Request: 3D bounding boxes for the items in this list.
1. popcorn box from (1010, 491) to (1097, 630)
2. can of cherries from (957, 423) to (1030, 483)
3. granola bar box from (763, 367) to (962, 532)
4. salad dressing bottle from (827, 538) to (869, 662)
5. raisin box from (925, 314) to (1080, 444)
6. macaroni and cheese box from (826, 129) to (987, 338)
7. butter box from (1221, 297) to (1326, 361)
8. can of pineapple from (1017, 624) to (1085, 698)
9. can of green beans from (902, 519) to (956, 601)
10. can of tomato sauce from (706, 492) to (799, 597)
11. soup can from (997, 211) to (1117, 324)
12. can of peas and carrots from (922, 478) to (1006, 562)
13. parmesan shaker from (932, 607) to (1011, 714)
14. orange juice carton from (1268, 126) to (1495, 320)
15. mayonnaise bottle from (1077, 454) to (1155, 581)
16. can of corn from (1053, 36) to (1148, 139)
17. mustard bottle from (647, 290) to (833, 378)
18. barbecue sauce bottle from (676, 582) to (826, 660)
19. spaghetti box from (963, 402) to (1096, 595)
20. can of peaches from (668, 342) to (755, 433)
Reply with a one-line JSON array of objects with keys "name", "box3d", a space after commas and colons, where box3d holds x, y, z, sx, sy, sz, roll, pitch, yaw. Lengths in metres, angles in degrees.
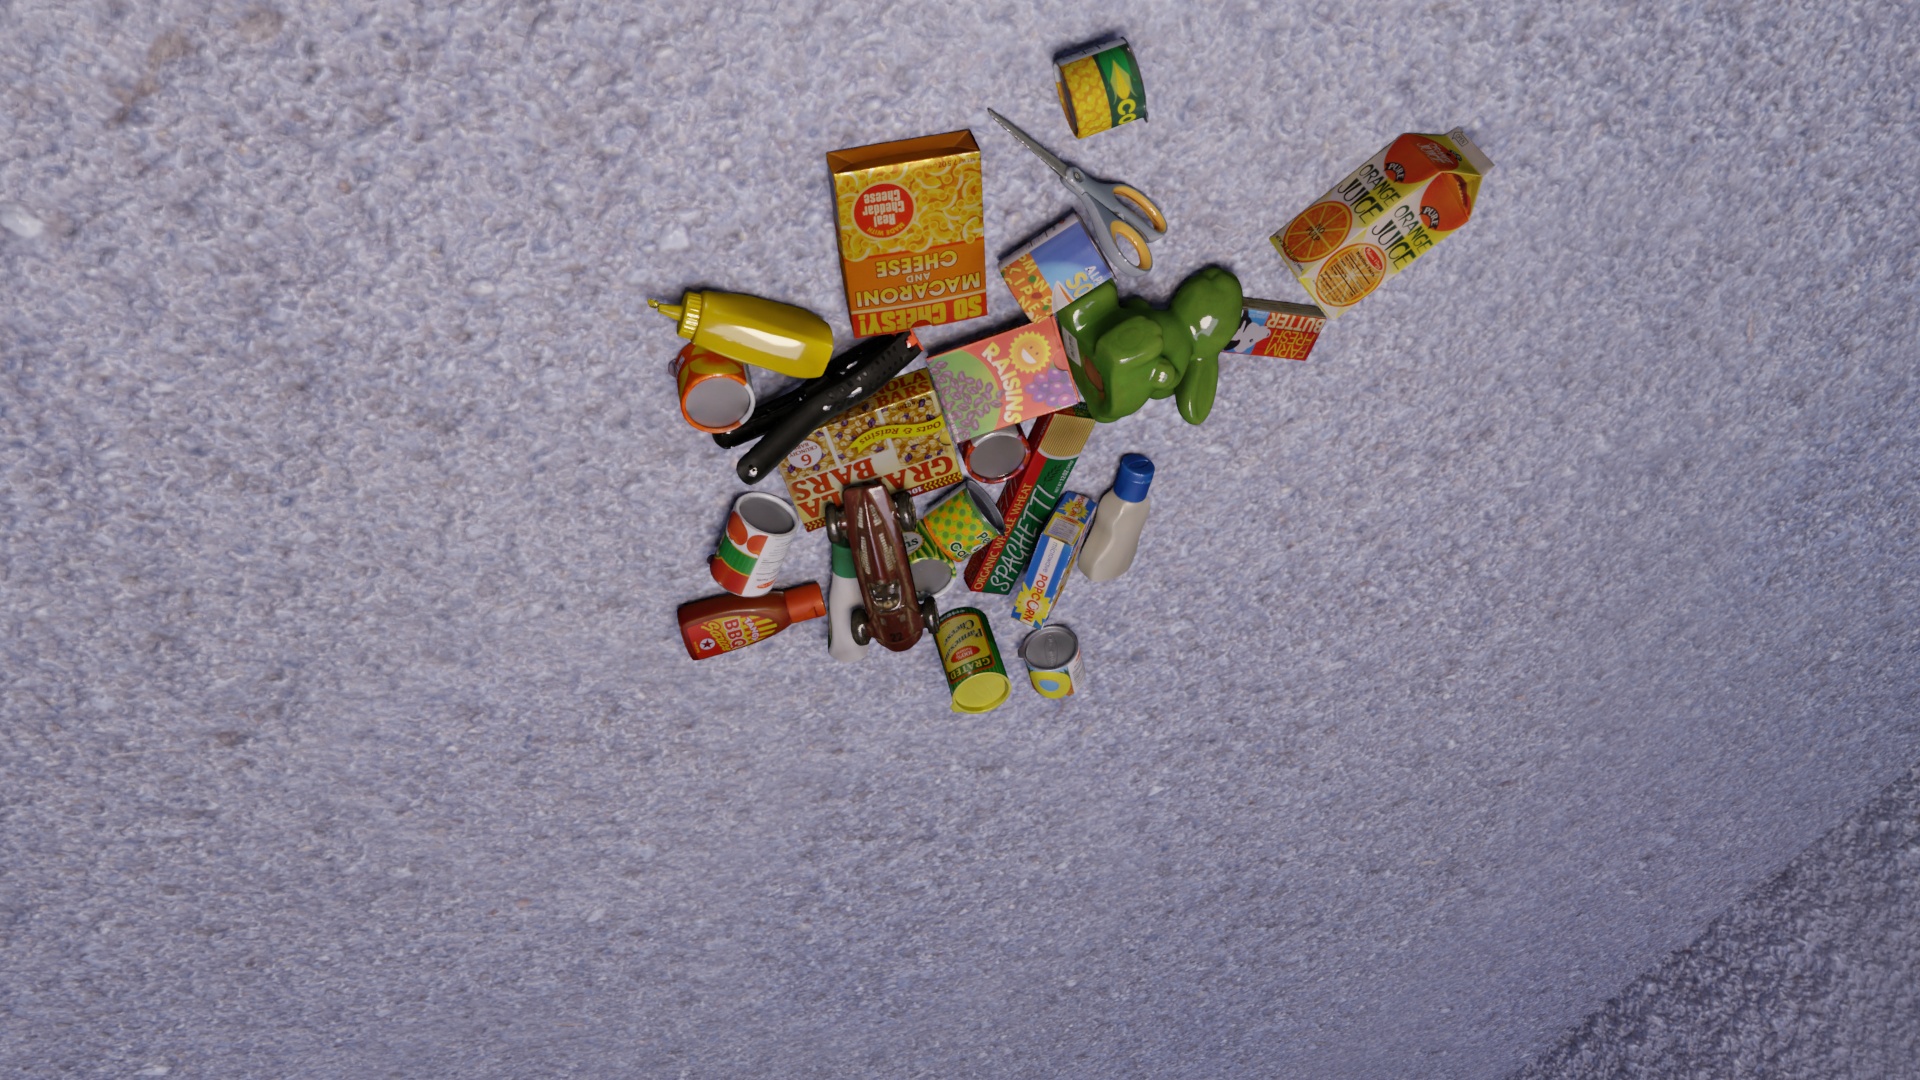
[{"name": "popcorn box", "box3d": [0.099, 0.021, 1.468, 0.038, 0.085, 0.126, 24, 129, 8]}, {"name": "can of cherries", "box3d": [0.031, -0.096, 1.354, 0.071, 0.058, 0.071, -9, 134, -10]}, {"name": "granola bar box", "box3d": [-0.091, -0.085, 1.338, 0.166, 0.039, 0.123, -19, 136, -1]}, {"name": "salad dressing bottle", "box3d": [-0.117, 0.058, 1.454, 0.044, 0.064, 0.146, 6, 124, 3]}, {"name": "raisin box", "box3d": [0.040, -0.150, 1.285, 0.123, 0.040, 0.086, -18, 100, 5]}, {"name": "macaroni and cheese box", "box3d": [-0.043, -0.258, 1.188, 0.124, 0.040, 0.165, -11, 135, -7]}, {"name": "butter box", "box3d": [0.304, -0.208, 1.365, 0.104, 0.024, 0.052, 3, 130, -21]}, {"name": "can of pineapple", "box3d": [0.106, 0.140, 1.601, 0.071, 0.071, 0.057, -18, 135, -1]}, {"name": "can of green beans", "box3d": [-0.042, 0.021, 1.442, 0.071, 0.058, 0.071, -10, 134, -10]}, {"name": "can of tomato sauce", "box3d": [-0.204, 0.003, 1.366, 0.071, 0.071, 0.082, 9, 128, -26]}, {"name": "soup can", "box3d": [0.086, -0.238, 1.229, 0.083, 0.072, 0.071, -31, 134, 13]}, {"name": "can of peas and carrots", "box3d": [0.005, -0.018, 1.412, 0.058, 0.071, 0.071, -35, 133, 16]}, {"name": "parmesan shaker", "box3d": [0.009, 0.132, 1.533, 0.071, 0.103, 0.071, -10, 134, -10]}, {"name": "orange juice carton", "box3d": [0.391, -0.299, 1.274, 0.192, 0.072, 0.073, -37, 133, 17]}, {"name": "mayonnaise bottle", "box3d": [0.170, -0.024, 1.480, 0.065, 0.041, 0.147, -17, 138, -33]}, {"name": "can of corn", "box3d": [0.113, -0.362, 1.121, 0.058, 0.071, 0.071, -19, 135, 1]}, {"name": "mustard bottle", "box3d": [-0.191, -0.183, 1.196, 0.160, 0.065, 0.048, 12, 122, -21]}, {"name": "barbecue sauce bottle", "box3d": [-0.216, 0.079, 1.449, 0.149, 0.044, 0.064, -15, 134, -5]}, {"name": "spaghetti box", "box3d": [0.069, -0.040, 1.442, 0.050, 0.029, 0.248, 7, 129, -23]}, {"name": "can of peaches", "box3d": [-0.220, -0.137, 1.231, 0.071, 0.058, 0.070, -10, 135, -10]}]
